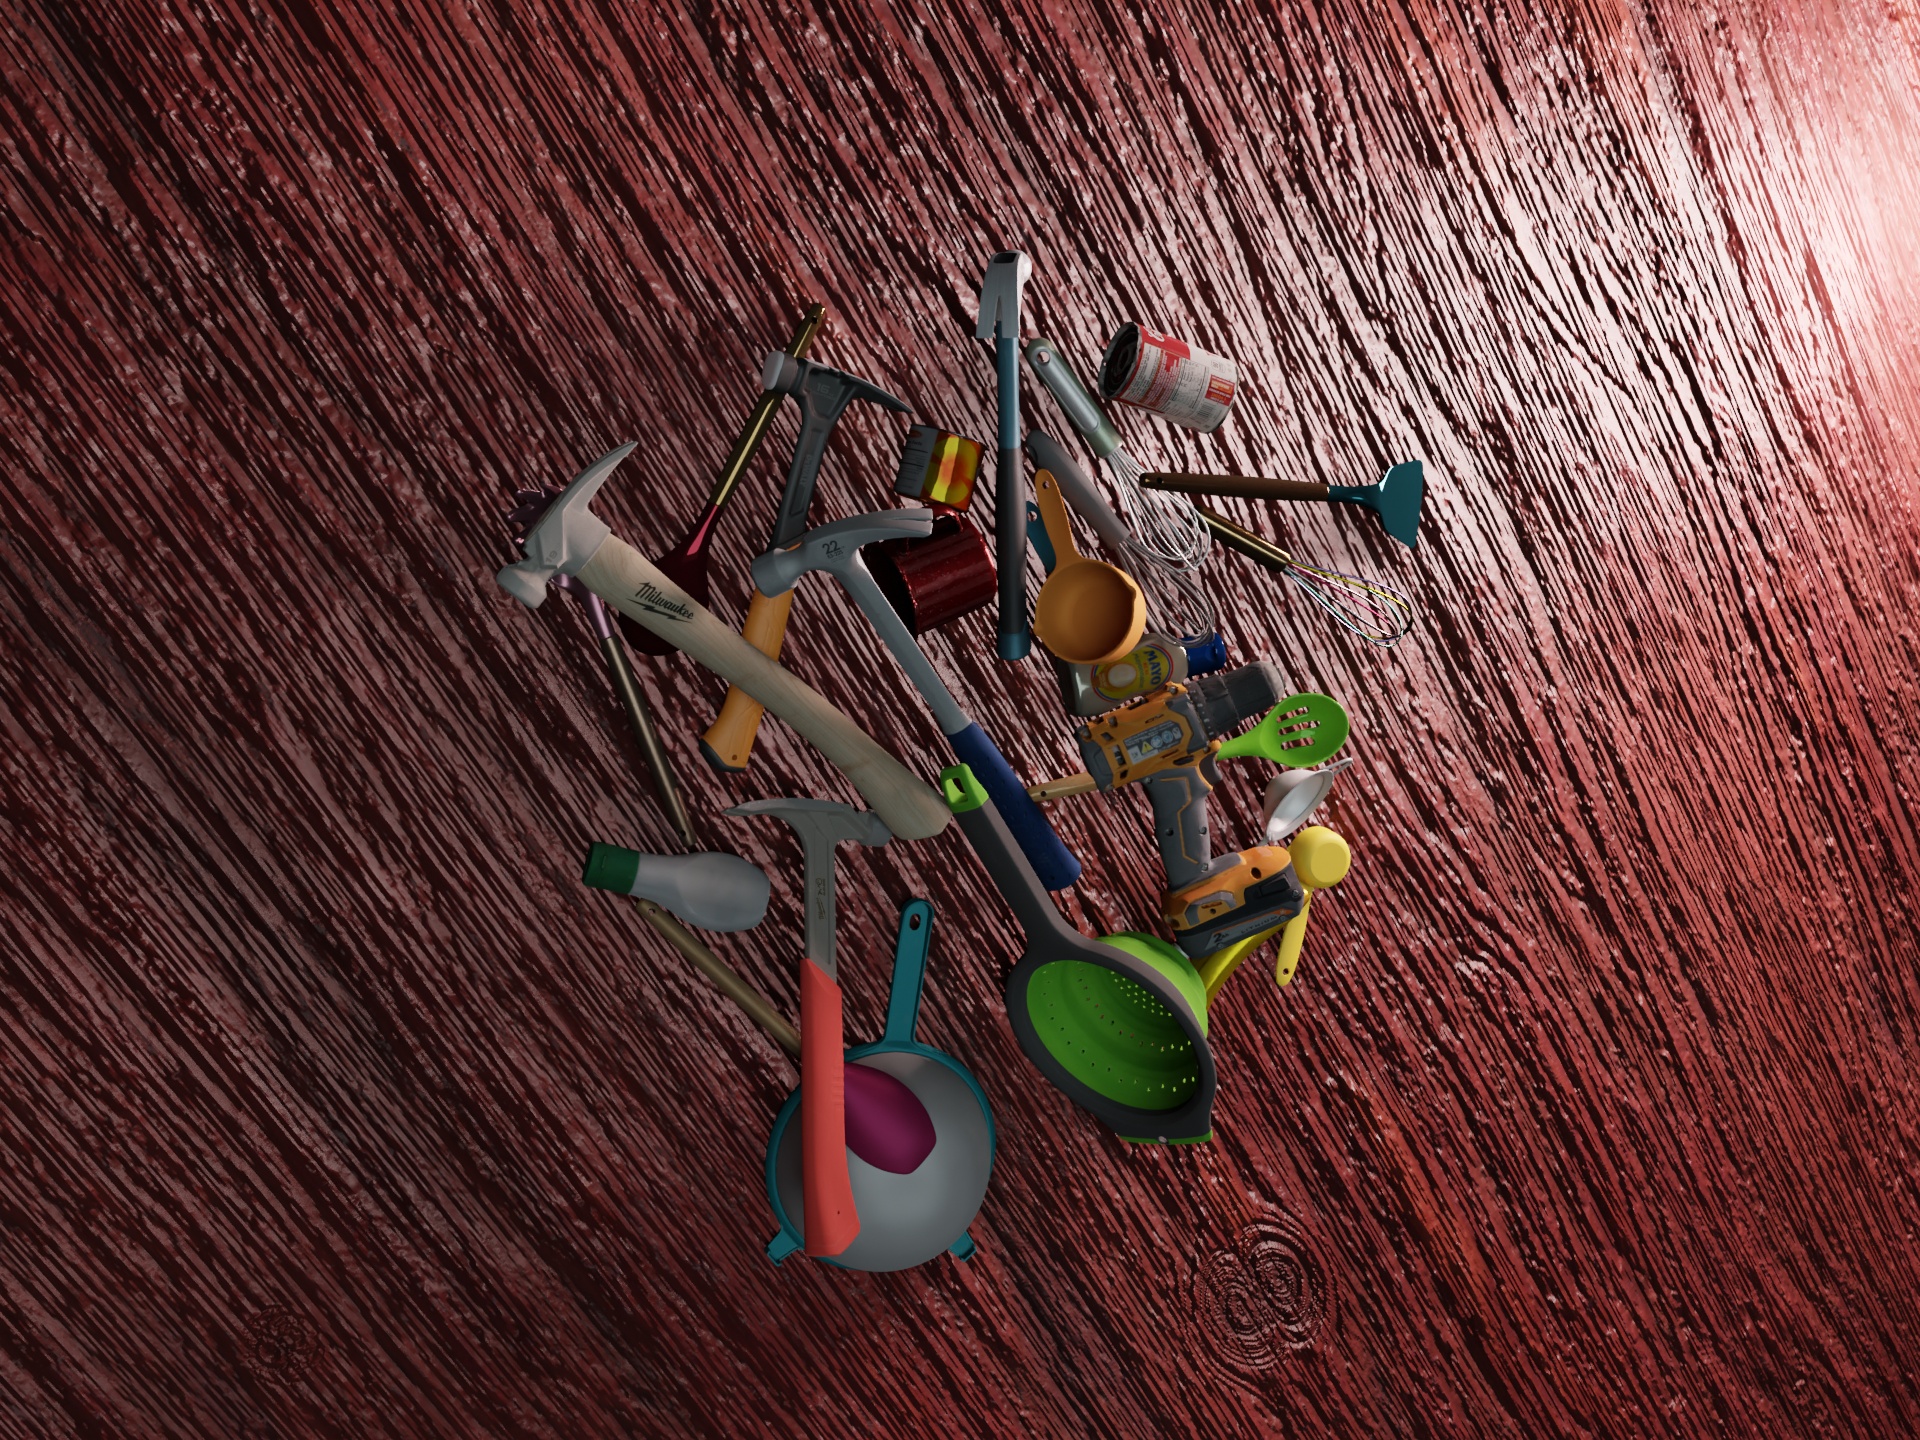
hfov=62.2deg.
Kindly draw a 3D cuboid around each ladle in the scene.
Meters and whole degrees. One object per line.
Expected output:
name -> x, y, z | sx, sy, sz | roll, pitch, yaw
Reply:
ladle -> -0.183, -0.194, 1.276 | 0.069, 0.031, 0.315 | 28, 87, -21

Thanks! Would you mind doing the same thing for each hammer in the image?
hammer -> 0.041, -0.213, 1.310 | 0.033, 0.128, 0.330 | 1, 109, 8
hammer -> -0.120, 0.242, 1.277 | 0.149, 0.037, 0.359 | 7, 75, -34
hammer -> -0.002, -0.004, 1.296 | 0.144, 0.035, 0.405 | -22, 125, 19
hammer -> -0.155, -0.042, 1.258 | 0.410, 0.038, 0.146 | 39, 86, -24
hammer -> -0.141, -0.119, 1.289 | 0.127, 0.034, 0.337 | 13, 97, -33

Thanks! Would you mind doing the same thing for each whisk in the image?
whisk -> 0.308, -0.130, 1.444 | 0.244, 0.047, 0.051 | 26, 77, -16
whisk -> 0.134, -0.226, 1.368 | 0.058, 0.059, 0.246 | -34, 105, 18
whisk -> 0.136, -0.155, 1.365 | 0.055, 0.055, 0.239 | -41, 95, -9

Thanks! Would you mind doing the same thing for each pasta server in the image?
pasta server -> -0.273, -0.039, 1.261 | 0.060, 0.040, 0.316 | -14, 106, 16

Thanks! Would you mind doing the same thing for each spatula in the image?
spatula -> 0.294, -0.202, 1.412 | 0.317, 0.044, 0.082 | 1, 97, -23

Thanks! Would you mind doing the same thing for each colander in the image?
colander -> 0.108, 0.185, 1.370 | 0.094, 0.204, 0.397 | -44, 110, -41

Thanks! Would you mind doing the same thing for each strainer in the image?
strainer -> 0.264, 0.126, 1.464 | 0.258, 0.050, 0.086 | -53, 150, 1
strainer -> -0.047, 0.327, 1.359 | 0.211, 0.095, 0.340 | 6, 97, -19

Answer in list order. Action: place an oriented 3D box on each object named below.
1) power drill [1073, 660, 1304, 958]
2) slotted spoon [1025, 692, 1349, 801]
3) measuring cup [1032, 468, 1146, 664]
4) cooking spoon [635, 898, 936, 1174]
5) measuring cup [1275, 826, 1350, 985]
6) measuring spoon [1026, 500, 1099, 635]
power drill -> 0.223, 0.070, 1.381 | 0.185, 0.084, 0.226 | -24, 100, 2
slotted spoon -> 0.205, 0.033, 1.439 | 0.313, 0.031, 0.070 | -12, 101, -15
measuring cup -> 0.101, -0.129, 1.347 | 0.095, 0.052, 0.174 | -21, 78, 22
cooking spoon -> -0.146, 0.256, 1.309 | 0.319, 0.017, 0.069 | 42, 74, -2
measuring cup -> 0.327, 0.178, 1.497 | 0.062, 0.029, 0.156 | 14, 92, -20
measuring spoon -> 0.084, -0.133, 1.382 | 0.042, 0.021, 0.128 | -27, 97, 2
